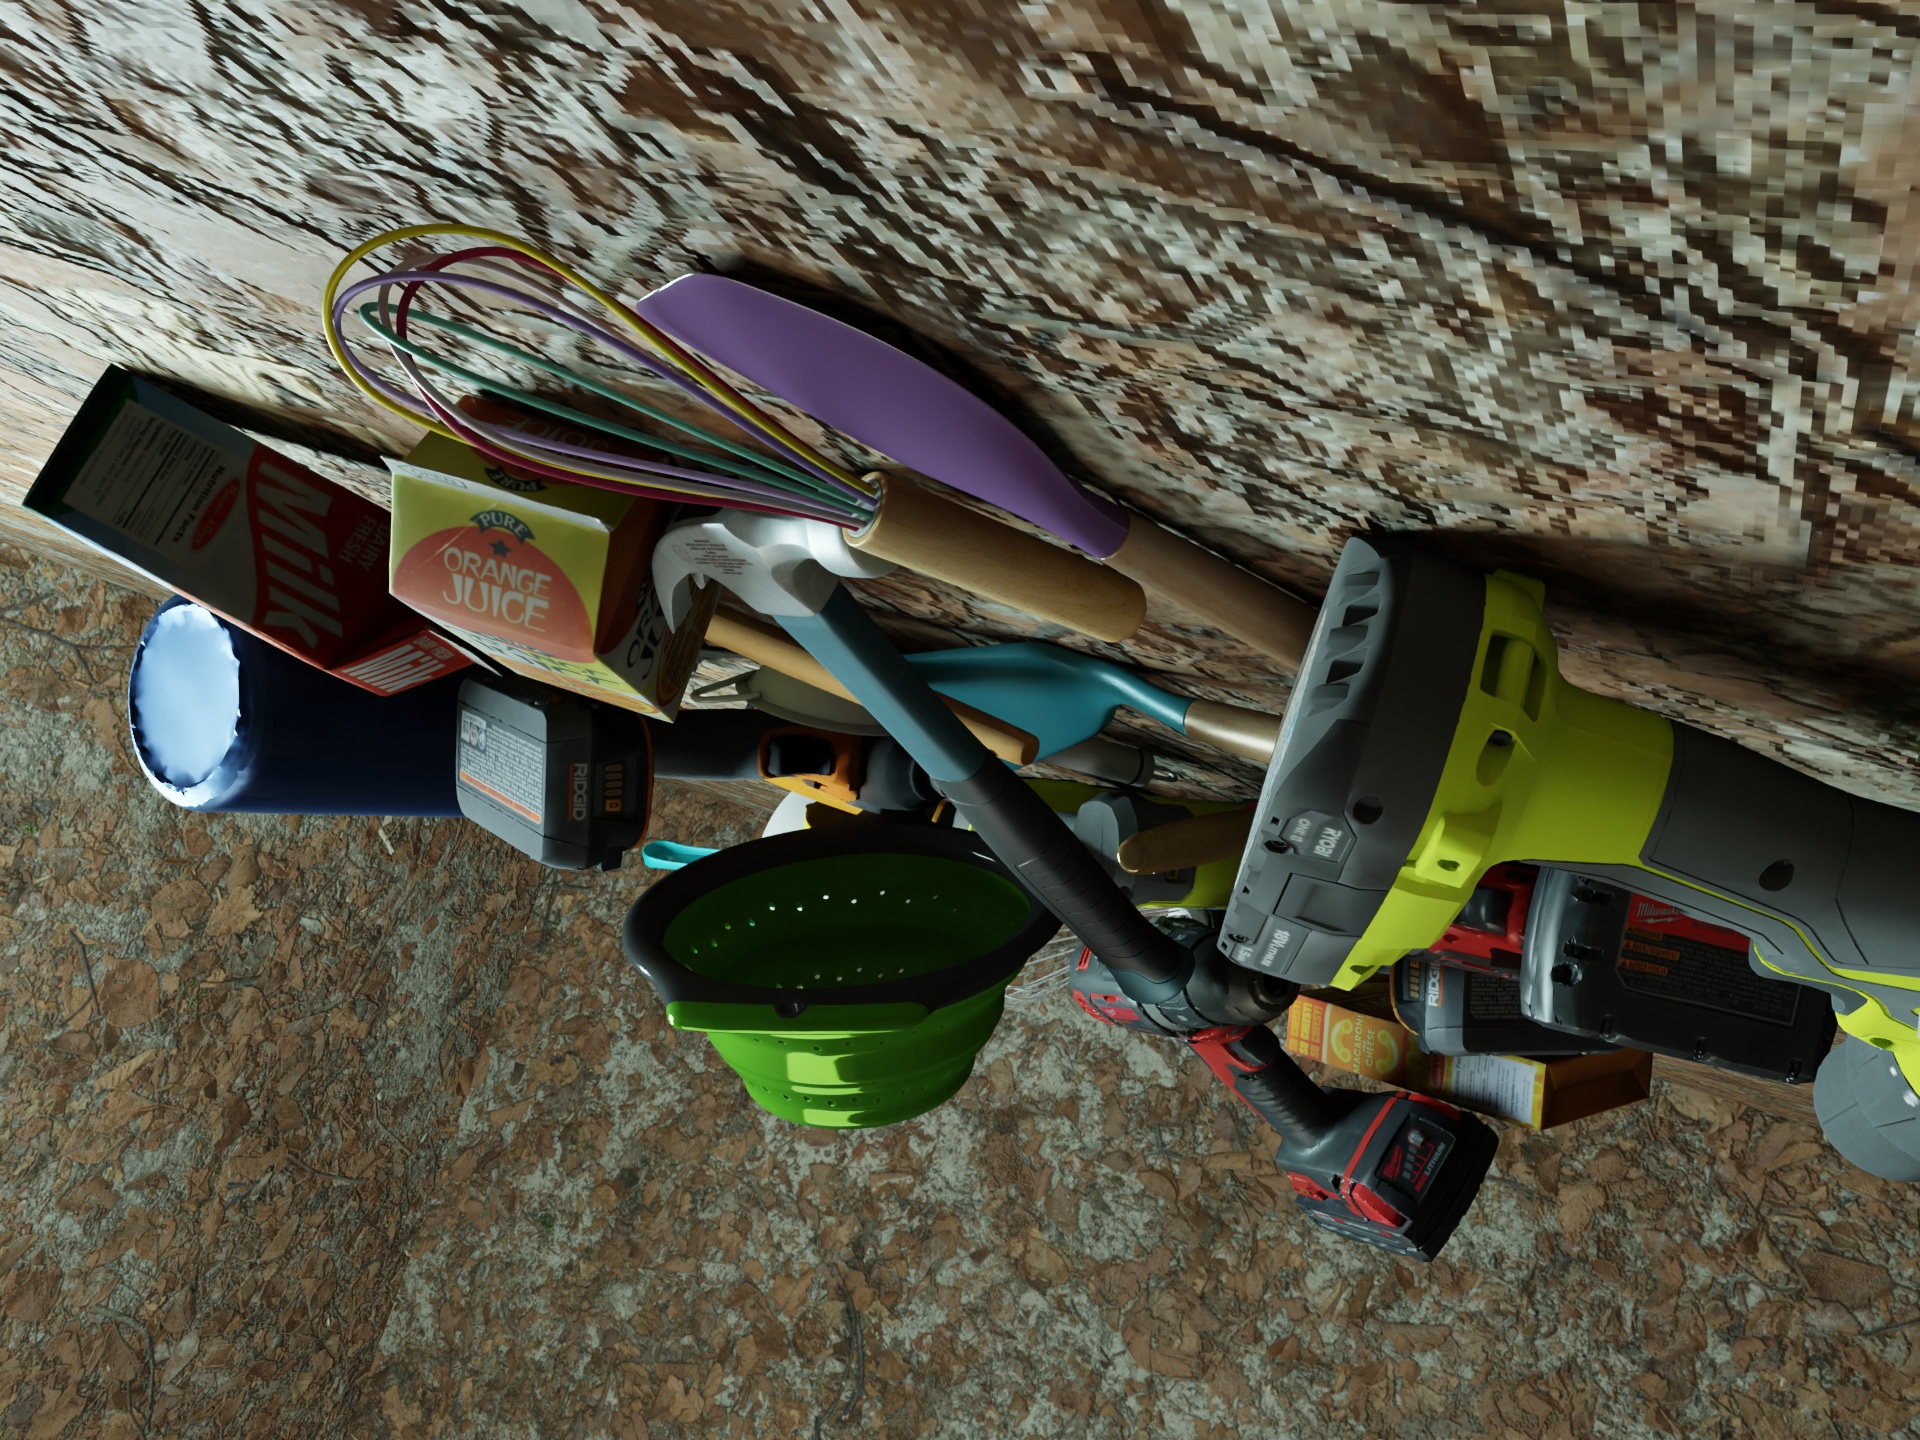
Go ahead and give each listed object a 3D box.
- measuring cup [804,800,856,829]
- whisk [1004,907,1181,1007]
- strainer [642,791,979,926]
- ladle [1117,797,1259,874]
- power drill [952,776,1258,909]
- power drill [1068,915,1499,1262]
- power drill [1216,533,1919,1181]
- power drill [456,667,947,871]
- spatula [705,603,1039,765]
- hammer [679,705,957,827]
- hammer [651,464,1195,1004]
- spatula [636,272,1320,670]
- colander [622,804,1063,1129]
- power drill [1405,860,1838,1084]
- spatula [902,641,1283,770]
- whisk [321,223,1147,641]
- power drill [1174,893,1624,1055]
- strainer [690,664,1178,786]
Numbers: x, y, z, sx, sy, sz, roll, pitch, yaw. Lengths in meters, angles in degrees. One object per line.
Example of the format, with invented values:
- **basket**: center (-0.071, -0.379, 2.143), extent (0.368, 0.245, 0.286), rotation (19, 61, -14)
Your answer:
- **measuring cup**: center (-0.056, 0.057, 1.064), extent (0.062, 0.029, 0.156), rotation (17, -154, 14)
- **whisk**: center (0.124, 0.135, 1.067), extent (0.284, 0.070, 0.070), rotation (-10, -176, -22)
- **strainer**: center (-0.113, 0.078, 1.173), extent (0.340, 0.095, 0.211), rotation (2, -155, 32)
- **ladle**: center (0.116, 0.045, 0.644), extent (0.069, 0.031, 0.315), rotation (-5, 177, 23)
- **power drill**: center (0.106, 0.073, 0.890), extent (0.171, 0.080, 0.223), rotation (5, 176, -26)
- **power drill**: center (0.175, 0.184, 0.838), extent (0.226, 0.080, 0.188), rotation (41, 161, -10)
- **power drill**: center (0.188, 0.049, 0.395), extent (0.228, 0.080, 0.190), rotation (17, 153, 9)
- **power drill**: center (-0.113, 0.017, 0.786), extent (0.226, 0.084, 0.164), rotation (-4, -166, -38)
- **spatula**: center (-0.108, -0.033, 0.689), extent (0.323, 0.041, 0.080), rotation (22, 158, 29)
- **hammer**: center (-0.161, 0.006, 1.004), extent (0.337, 0.034, 0.127), rotation (21, 166, 11)
- **hammer**: center (0.006, 0.022, 0.597), extent (0.128, 0.033, 0.330), rotation (8, 151, 42)
- **spatula**: center (0.060, -0.040, 0.424), extent (0.315, 0.018, 0.060), rotation (24, 168, -32)
- **colander**: center (-0.039, 0.101, 0.822), extent (0.204, 0.094, 0.397), rotation (-1, -163, 8)
- **power drill**: center (0.246, 0.084, 0.667), extent (0.143, 0.078, 0.219), rotation (14, 177, -6)
- **spatula**: center (0.099, 0.014, 0.564), extent (0.318, 0.044, 0.082), rotation (17, 154, 49)
- **whisk**: center (-0.040, -0.064, 0.413), extent (0.244, 0.047, 0.051), rotation (18, -174, -35)
- **power drill**: center (0.239, 0.130, 0.894), extent (0.185, 0.084, 0.226), rotation (3, 179, -16)
- **strainer**: center (-0.001, -0.002, 0.769), extent (0.258, 0.050, 0.087), rotation (15, -165, -25)
